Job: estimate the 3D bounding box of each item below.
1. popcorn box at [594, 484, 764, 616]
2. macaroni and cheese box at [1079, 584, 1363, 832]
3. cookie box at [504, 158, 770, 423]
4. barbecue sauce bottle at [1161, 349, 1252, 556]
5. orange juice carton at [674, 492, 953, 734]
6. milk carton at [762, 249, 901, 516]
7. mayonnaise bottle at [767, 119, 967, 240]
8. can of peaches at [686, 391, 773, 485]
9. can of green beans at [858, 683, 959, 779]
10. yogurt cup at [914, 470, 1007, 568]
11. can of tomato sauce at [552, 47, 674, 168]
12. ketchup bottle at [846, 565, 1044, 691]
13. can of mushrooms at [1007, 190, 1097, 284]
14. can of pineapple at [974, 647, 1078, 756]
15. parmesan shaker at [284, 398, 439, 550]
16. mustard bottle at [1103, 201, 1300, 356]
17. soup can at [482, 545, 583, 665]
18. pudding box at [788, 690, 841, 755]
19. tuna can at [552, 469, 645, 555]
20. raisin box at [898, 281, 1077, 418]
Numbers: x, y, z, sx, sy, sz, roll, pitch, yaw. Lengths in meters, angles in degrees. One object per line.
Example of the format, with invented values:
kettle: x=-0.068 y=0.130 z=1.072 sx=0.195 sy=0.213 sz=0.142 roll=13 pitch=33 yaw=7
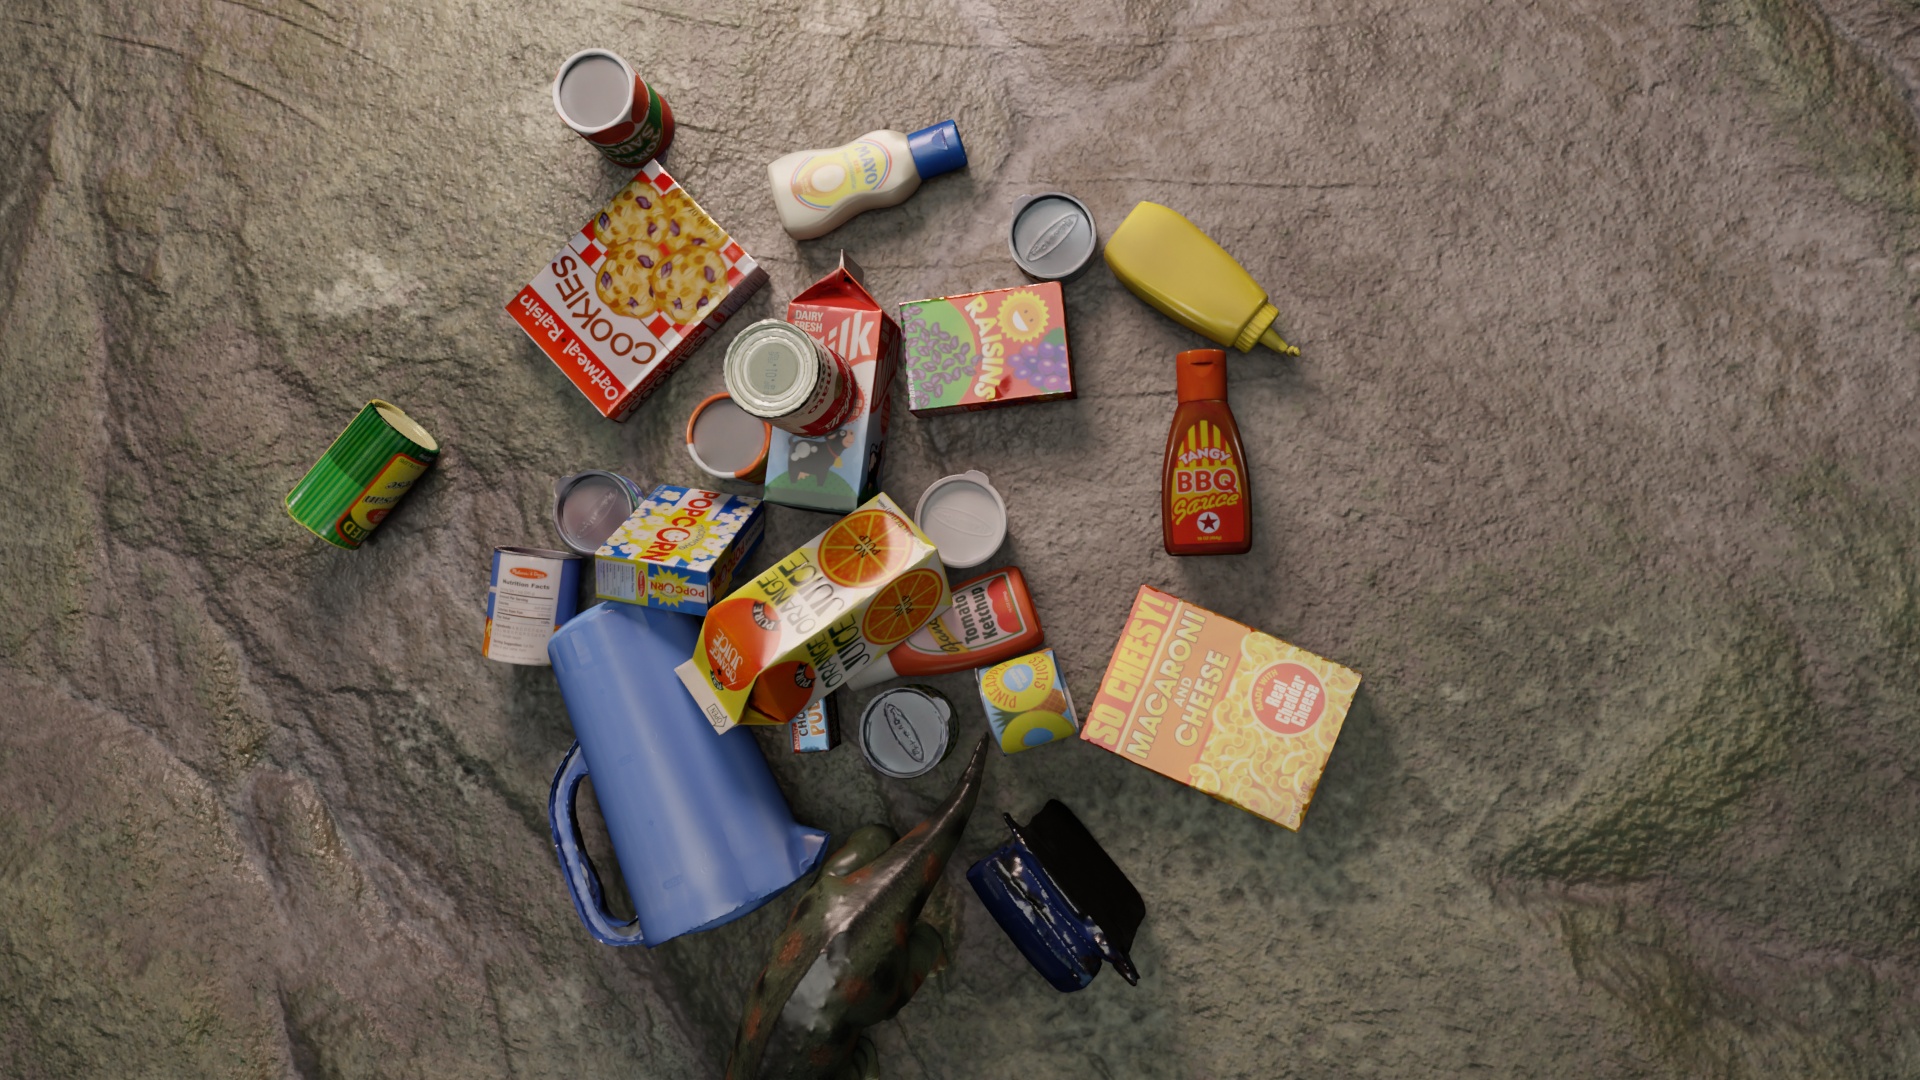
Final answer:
popcorn box: x=-0.203 y=0.004 z=1.021 sx=0.085 sy=0.127 sz=0.038 roll=9 pitch=117 yaw=8
macaroni and cheese box: x=0.186 y=0.119 z=1.002 sx=0.166 sy=0.040 sz=0.123 roll=23 pitch=90 yaw=8
cookie box: x=-0.252 y=-0.192 z=1.083 sx=0.167 sy=0.040 sz=0.123 roll=-44 pitch=82 yaw=2
barbecue sauce bottle: x=0.178 y=-0.063 z=1.012 sx=0.065 sy=0.043 sz=0.148 roll=-2 pitch=86 yaw=9
orange juice carton: x=-0.106 y=0.058 z=0.980 sx=0.193 sy=0.072 sz=0.072 roll=-35 pitch=55 yaw=-14
milk carton: x=-0.092 y=-0.116 z=1.039 sx=0.073 sy=0.072 sz=0.190 roll=7 pitch=88 yaw=9
mayonnaise bottle: x=-0.070 y=-0.281 z=1.061 sx=0.148 sy=0.041 sz=0.065 roll=-17 pitch=83 yaw=7
can of peaches: x=-0.167 y=-0.079 z=1.054 sx=0.071 sy=0.058 sz=0.071 roll=0 pitch=87 yaw=9
can of green beans: x=-0.037 y=0.139 z=1.023 sx=0.071 sy=0.058 sz=0.071 roll=0 pitch=87 yaw=8
yogurt cup: x=0.004 y=-0.013 z=1.028 sx=0.072 sy=0.054 sz=0.072 roll=0 pitch=87 yaw=8
can of tomato sauce: x=-0.266 y=-0.330 z=1.070 sx=0.071 sy=0.083 sz=0.071 roll=0 pitch=87 yaw=8
ketchup bottle: x=-0.016 y=0.071 z=1.031 sx=0.149 sy=0.043 sz=0.065 roll=-20 pitch=70 yaw=7
can of mushrooms: x=0.068 y=-0.228 z=1.042 sx=0.071 sy=0.033 sz=0.071 roll=0 pitch=87 yaw=8
can of pineapple: x=0.049 y=0.116 z=1.007 sx=0.058 sy=0.071 sz=0.071 roll=-18 pitch=85 yaw=6
parmesan shaker: x=-0.468 y=-0.052 z=1.088 sx=0.071 sy=0.071 sz=0.103 roll=42 pitch=93 yaw=8
mustard bottle: x=0.181 y=-0.180 z=1.016 sx=0.160 sy=0.049 sz=0.065 roll=40 pitch=93 yaw=8
soup can: x=-0.327 y=0.049 z=1.066 sx=0.071 sy=0.071 sz=0.083 roll=8 pitch=92 yaw=8
pudding box: x=-0.111 y=0.115 z=1.039 sx=0.030 sy=0.049 sz=0.083 roll=-7 pitch=86 yaw=6
tuna can: x=-0.281 y=-0.022 z=1.079 sx=0.071 sy=0.033 sz=0.071 roll=0 pitch=87 yaw=8
raisin box: x=0.021 y=-0.142 z=1.041 sx=0.123 sy=0.040 sz=0.086 roll=-6 pitch=85 yaw=9
